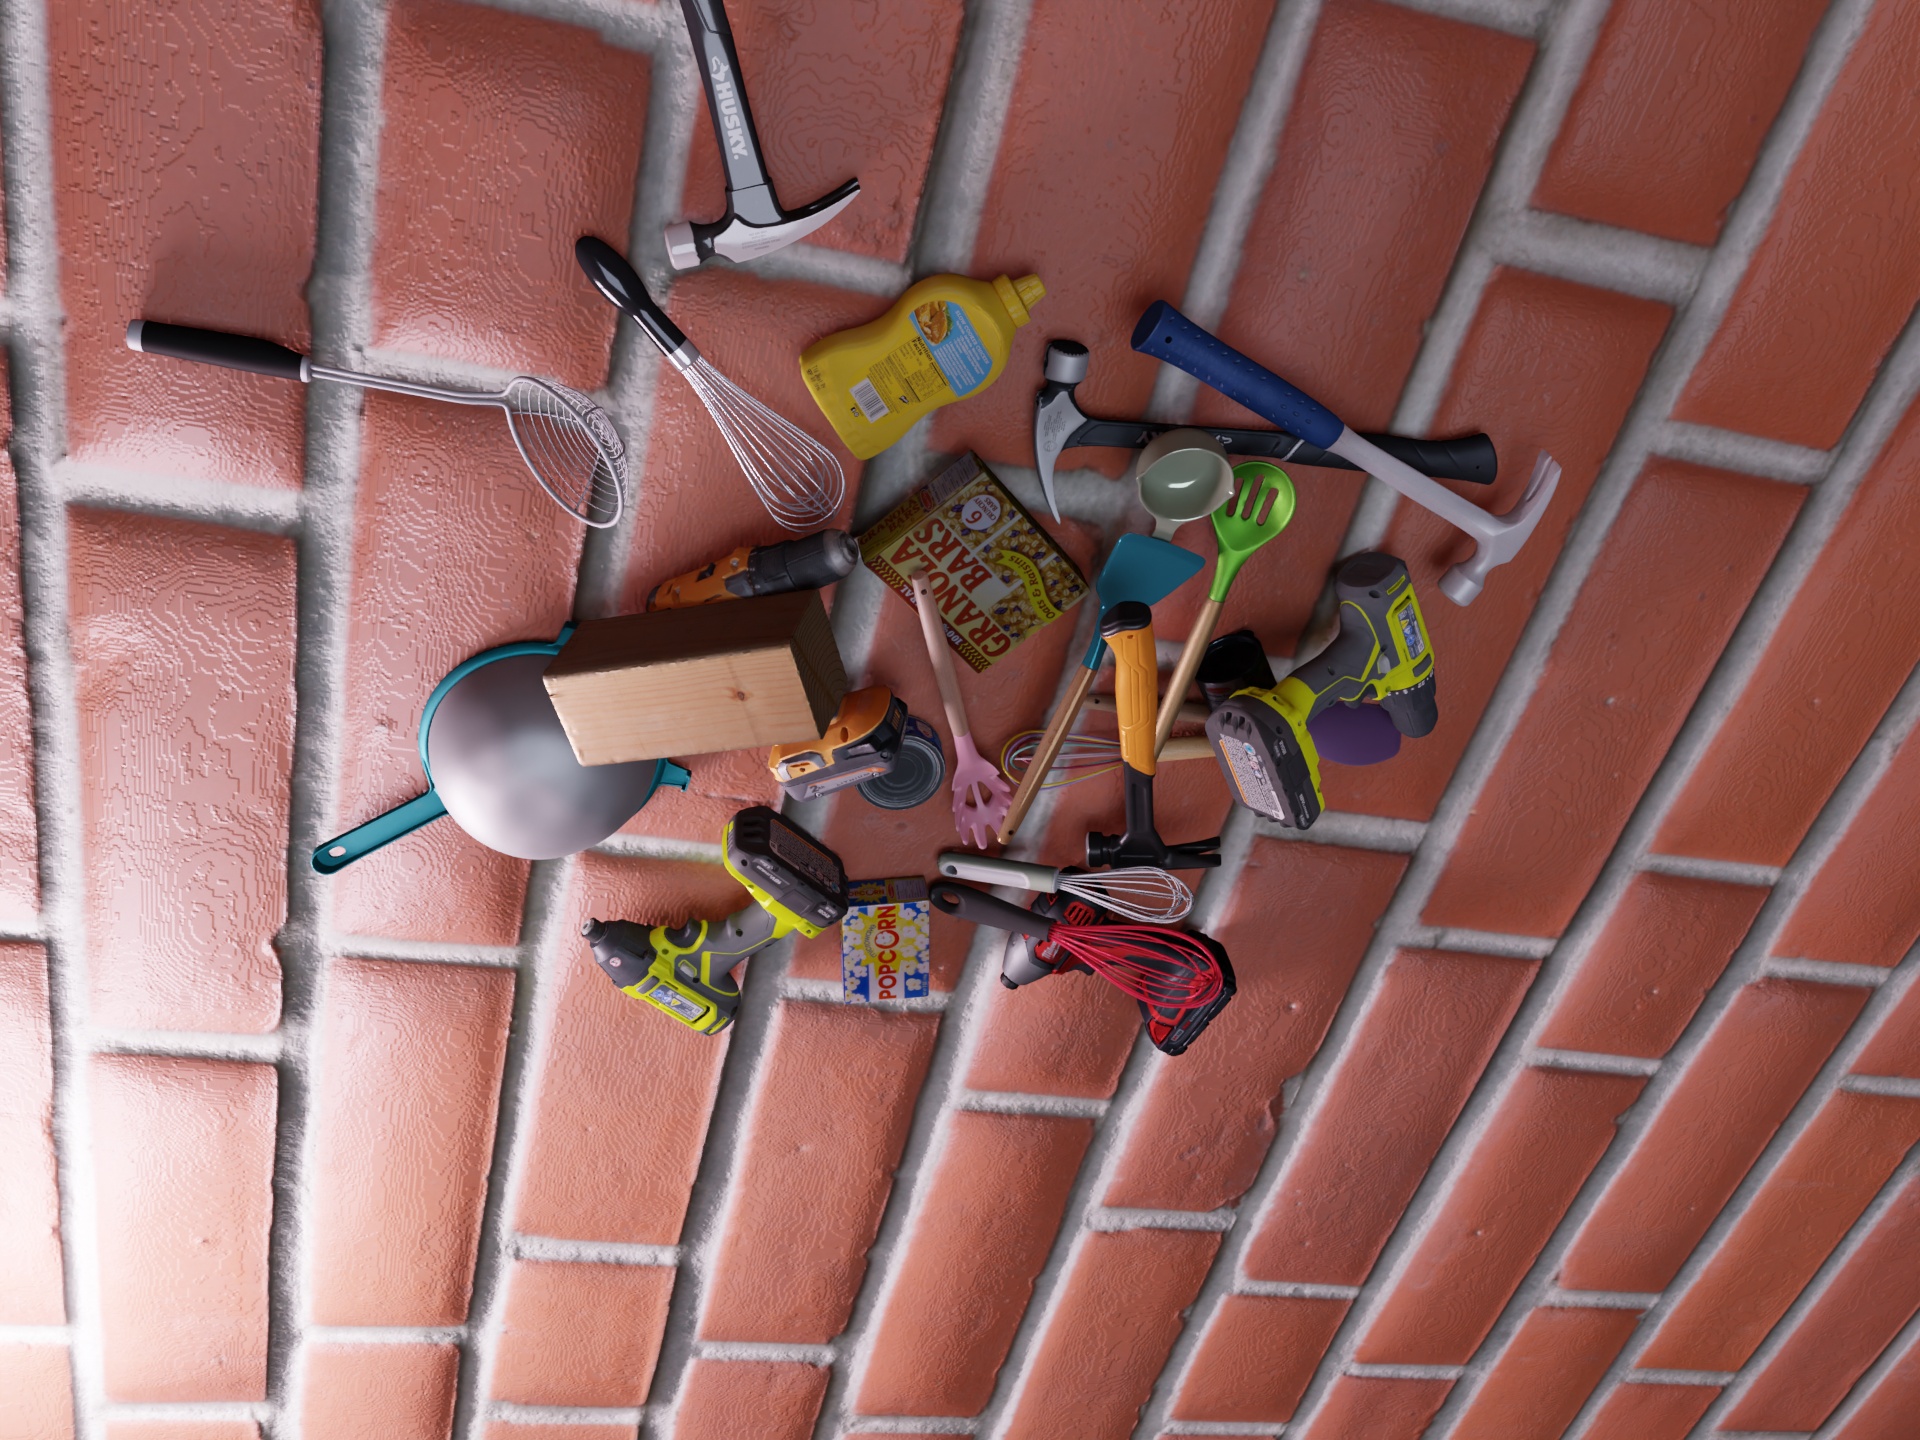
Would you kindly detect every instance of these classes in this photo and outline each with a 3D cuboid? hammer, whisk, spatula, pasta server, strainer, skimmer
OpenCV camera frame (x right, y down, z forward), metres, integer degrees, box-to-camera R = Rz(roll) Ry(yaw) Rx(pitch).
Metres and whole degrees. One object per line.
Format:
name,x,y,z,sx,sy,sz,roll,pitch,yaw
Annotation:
hammer,0.163,0.023,1.383,0.127,0.034,0.336,-1,139,9
whisk,-0.190,-0.254,1.213,0.070,0.070,0.284,-36,116,14
whisk,0.097,0.151,1.487,0.246,0.059,0.057,8,128,13
hammer,0.313,-0.230,1.283,0.405,0.035,0.144,24,118,-25
hammer,-0.168,-0.483,1.079,0.146,0.035,0.334,-13,124,-1
spatula,0.262,0.000,1.470,0.316,0.018,0.060,7,86,-11
pasta server,-0.002,-0.004,1.380,0.060,0.040,0.315,-20,135,-5
hammer,0.257,-0.224,1.320,0.409,0.036,0.149,2,123,-12
strainer,-0.414,0.072,1.360,0.340,0.095,0.210,-26,123,6
spatula,0.103,-0.020,1.376,0.082,0.044,0.317,15,112,-24
whisk,0.156,0.025,1.463,0.245,0.047,0.051,-5,135,-12
whisk,0.103,0.201,1.484,0.296,0.073,0.073,15,126,21
skimmer,-0.424,-0.224,1.169,0.363,0.090,0.127,9,152,-13

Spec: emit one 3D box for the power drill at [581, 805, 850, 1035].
power drill,-0.228,0.187,1.480,0.223,0.080,0.171,-40,121,19

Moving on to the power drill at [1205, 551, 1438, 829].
power drill,0.334,-0.011,1.402,0.228,0.080,0.190,-41,125,-20

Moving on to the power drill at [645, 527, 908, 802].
power drill,-0.126,-0.052,1.321,0.185,0.084,0.226,-20,123,23

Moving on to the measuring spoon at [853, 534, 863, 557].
measuring spoon,-0.079,-0.151,1.324,0.124,0.018,0.034,-20,132,11

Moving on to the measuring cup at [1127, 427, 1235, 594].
measuring cup,0.167,-0.171,1.305,0.083,0.038,0.167,7,140,-13

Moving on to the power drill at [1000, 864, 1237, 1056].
power drill,0.151,0.243,1.582,0.219,0.079,0.143,27,113,-21

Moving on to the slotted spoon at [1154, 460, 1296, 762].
slotted spoon,0.208,-0.084,1.365,0.070,0.031,0.313,18,121,0
